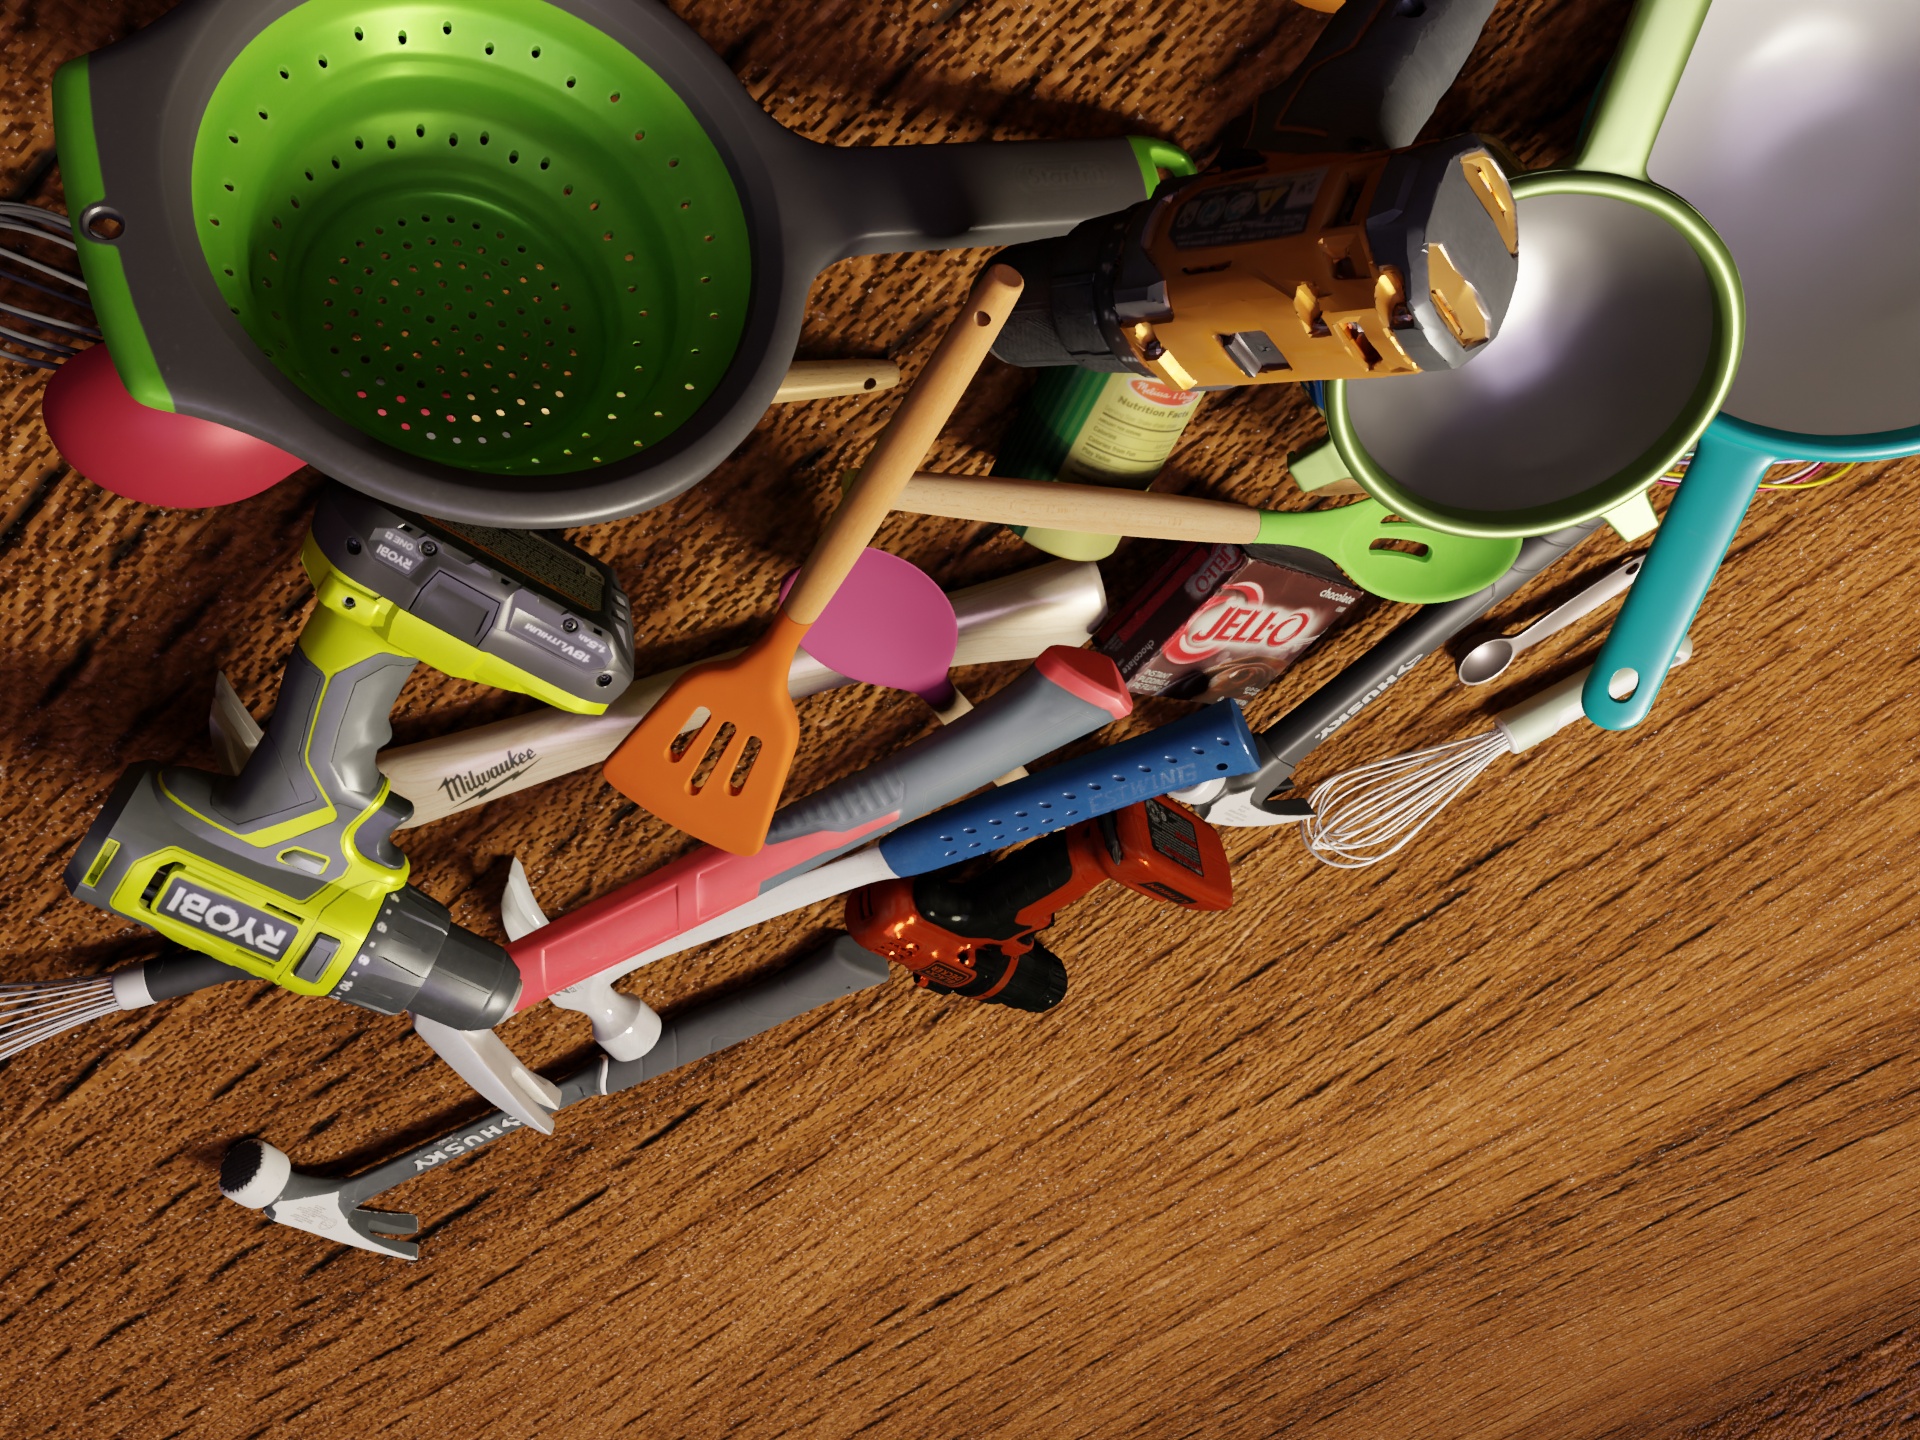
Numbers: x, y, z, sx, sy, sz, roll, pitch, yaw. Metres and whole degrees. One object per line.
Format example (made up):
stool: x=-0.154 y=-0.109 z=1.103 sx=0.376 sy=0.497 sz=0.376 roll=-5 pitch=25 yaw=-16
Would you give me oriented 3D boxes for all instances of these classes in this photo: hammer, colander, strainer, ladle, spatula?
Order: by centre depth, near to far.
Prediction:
colander: x=-0.091 y=-0.165 z=0.567 sx=0.397 sy=0.204 sz=0.094 roll=-13 pitch=174 yaw=-28
strainer: x=0.220 y=-0.189 z=0.579 sx=0.151 sy=0.069 sz=0.256 roll=8 pitch=128 yaw=-3
ladle: x=-0.167 y=-0.120 z=0.601 sx=0.315 sy=0.031 sz=0.069 roll=-11 pitch=137 yaw=-25
spatula: x=-0.056 y=-0.051 z=0.616 sx=0.081 sy=0.041 sz=0.322 roll=31 pitch=138 yaw=-8
strainer: x=0.338 y=-0.158 z=0.657 sx=0.211 sy=0.095 sz=0.340 roll=23 pitch=114 yaw=14
hammer: x=-0.132 y=-0.016 z=0.751 sx=0.410 sy=0.038 sz=0.146 roll=-16 pitch=136 yaw=-2
hammer: x=-0.090 y=0.077 z=0.763 sx=0.386 sy=0.038 sz=0.143 roll=-26 pitch=119 yaw=12
hammer: x=-0.048 y=0.071 z=0.813 sx=0.405 sy=0.035 sz=0.143 roll=-21 pitch=129 yaw=16
hammer: x=0.256 y=-0.057 z=0.819 sx=0.334 sy=0.035 sz=0.146 roll=-41 pitch=152 yaw=16
hammer: x=-0.231 y=0.227 z=0.968 sx=0.409 sy=0.036 sz=0.149 roll=-25 pitch=138 yaw=7

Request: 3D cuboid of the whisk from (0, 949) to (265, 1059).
whisk: x=-0.447 y=0.142 z=0.797 sx=0.284 sy=0.070 sz=0.070 roll=-14 pitch=137 yaw=-10

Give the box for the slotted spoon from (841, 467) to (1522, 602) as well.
slotted spoon: x=0.101 y=-0.086 z=0.667 sx=0.313 sy=0.031 sz=0.070 roll=2 pitch=135 yaw=-22

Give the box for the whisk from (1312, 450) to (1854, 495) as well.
whisk: x=0.286 y=-0.122 z=0.734 sx=0.245 sy=0.047 sz=0.051 roll=-4 pitch=-179 yaw=9

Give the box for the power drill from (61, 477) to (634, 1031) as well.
power drill: x=-0.235 y=0.023 z=0.671 sx=0.190 sy=0.080 sz=0.228 roll=30 pitch=107 yaw=-23

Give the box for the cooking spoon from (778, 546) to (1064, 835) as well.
cooking spoon: x=-0.001 y=-0.002 z=0.772 sx=0.069 sy=0.017 sz=0.318 roll=-17 pitch=151 yaw=14

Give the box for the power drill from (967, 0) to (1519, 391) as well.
power drill: x=0.105 y=-0.205 z=0.514 sx=0.185 sy=0.226 sz=0.084 roll=7 pitch=158 yaw=45

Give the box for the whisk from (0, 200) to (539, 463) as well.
whisk: x=-0.254 y=-0.131 z=0.586 sx=0.238 sy=0.055 sz=0.055 roll=16 pitch=128 yaw=-37

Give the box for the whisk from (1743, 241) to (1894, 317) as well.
whisk: x=0.317 y=-0.175 z=0.723 sx=0.296 sy=0.073 sz=0.073 roll=-12 pitch=137 yaw=3

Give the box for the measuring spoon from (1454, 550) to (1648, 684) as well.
measuring spoon: x=0.324 y=-0.061 z=0.873 sx=0.124 sy=0.018 sz=0.034 roll=-32 pitch=139 yaw=6

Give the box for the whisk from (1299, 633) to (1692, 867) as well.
whisk: x=0.308 y=0.013 z=0.917 sx=0.246 sy=0.059 sz=0.057 roll=-29 pitch=148 yaw=6
